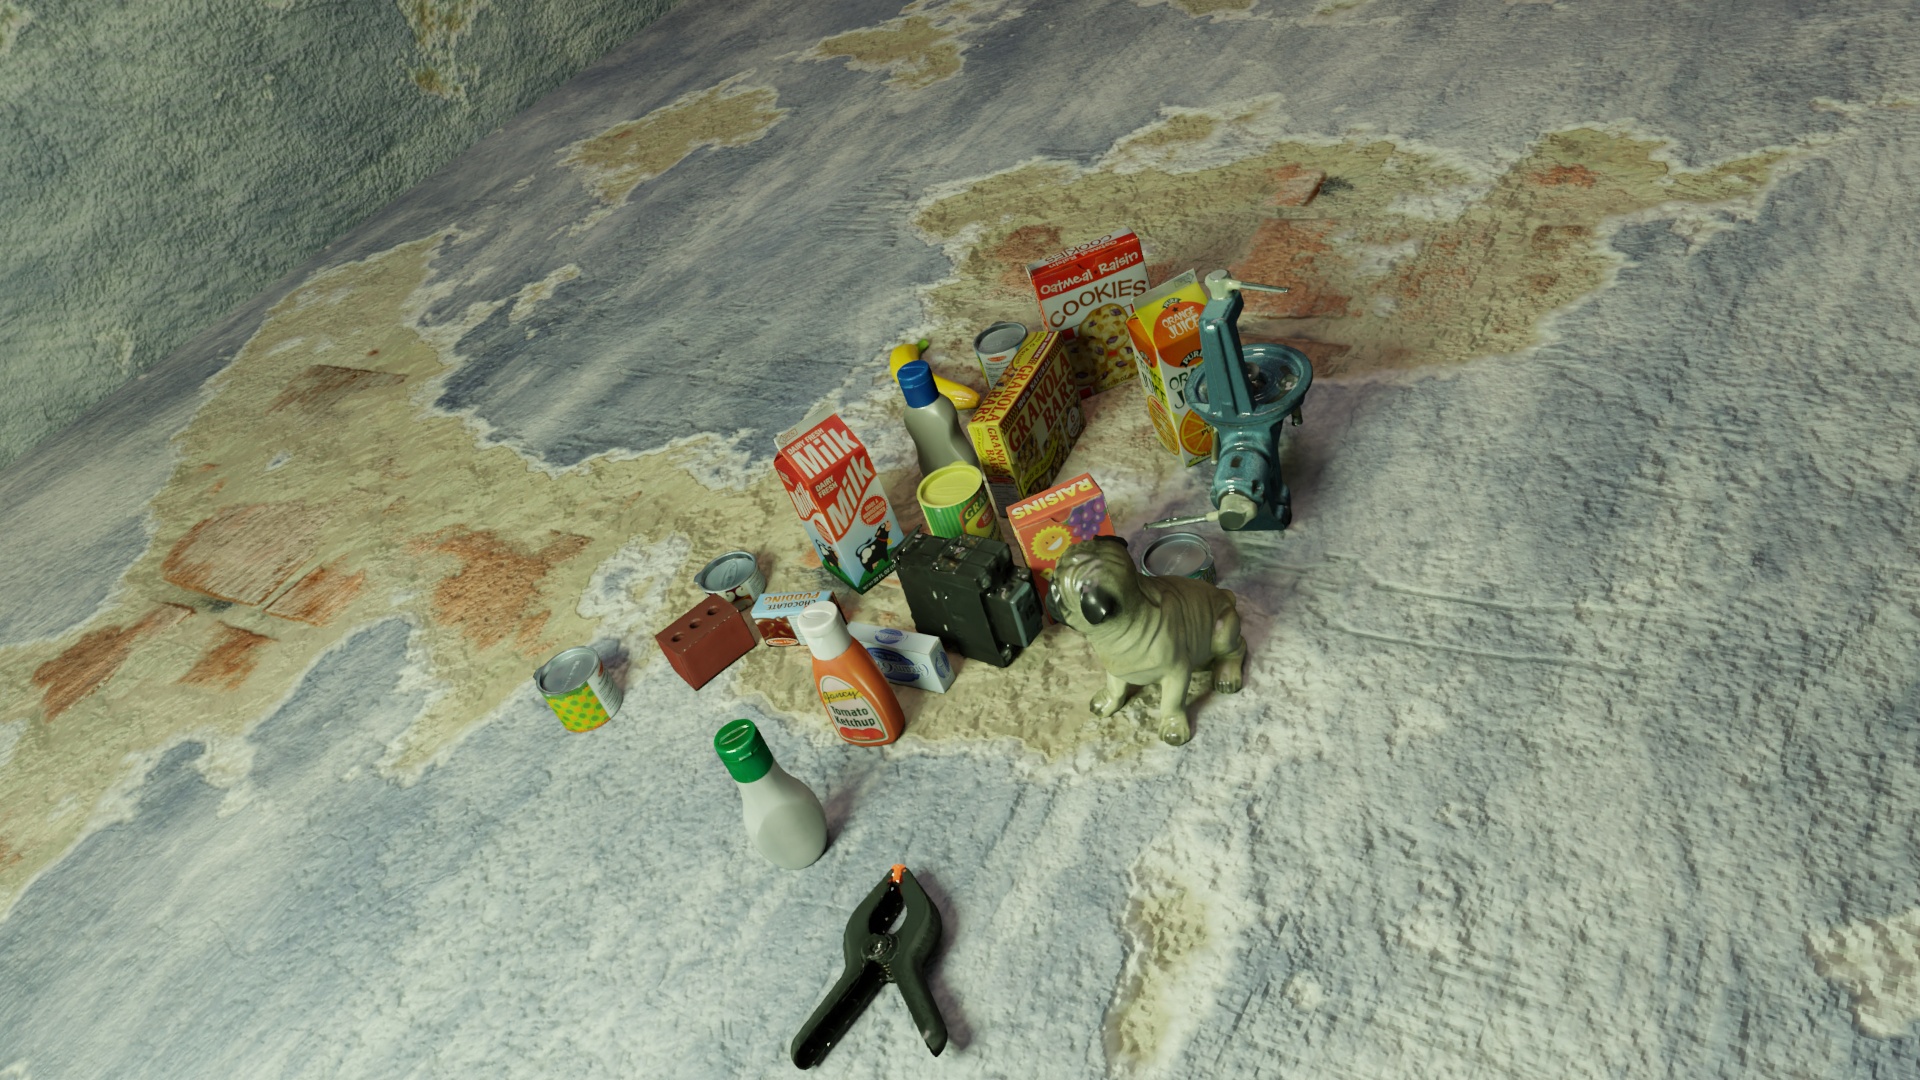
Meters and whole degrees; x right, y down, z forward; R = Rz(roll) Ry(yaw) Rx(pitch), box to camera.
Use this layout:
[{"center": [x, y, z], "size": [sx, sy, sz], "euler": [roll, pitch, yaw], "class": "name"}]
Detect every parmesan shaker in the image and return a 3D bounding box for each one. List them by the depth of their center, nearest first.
[{"center": [0.005, -0.017, 1.372], "size": [0.071, 0.102, 0.072], "euler": [-13, 37, 10], "class": "parmesan shaker"}]

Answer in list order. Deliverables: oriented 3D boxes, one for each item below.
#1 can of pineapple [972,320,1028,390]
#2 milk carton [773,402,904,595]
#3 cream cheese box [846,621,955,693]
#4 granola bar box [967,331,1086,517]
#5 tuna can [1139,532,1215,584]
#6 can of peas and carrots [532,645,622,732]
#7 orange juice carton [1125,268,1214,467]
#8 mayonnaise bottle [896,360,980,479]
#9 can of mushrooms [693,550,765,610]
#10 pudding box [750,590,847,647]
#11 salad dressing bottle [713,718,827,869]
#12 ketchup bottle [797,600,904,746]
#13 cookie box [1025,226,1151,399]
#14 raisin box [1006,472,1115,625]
[{"center": [0.055, -0.217, 1.636], "size": [0.071, 0.057, 0.071], "euler": [-13, 37, 10], "class": "can of pineapple"}, {"center": [-0.124, -0.045, 1.396], "size": [0.072, 0.189, 0.073], "euler": [-37, 39, -20], "class": "milk carton"}, {"center": [-0.058, 0.108, 1.287], "size": [0.104, 0.053, 0.024], "euler": [8, 45, 33], "class": "cream cheese box"}, {"center": [0.074, -0.122, 1.453], "size": [0.039, 0.123, 0.166], "euler": [4, 43, 30], "class": "granola bar box"}, {"center": [0.203, 0.026, 1.282], "size": [0.071, 0.032, 0.071], "euler": [-13, 37, 10], "class": "tuna can"}, {"center": [-0.381, 0.149, 1.385], "size": [0.071, 0.058, 0.071], "euler": [-13, 37, 10], "class": "can of peas and carrots"}, {"center": [0.222, -0.176, 1.392], "size": [0.072, 0.191, 0.073], "euler": [-26, 37, -6], "class": "orange juice carton"}, {"center": [-0.028, -0.123, 1.482], "size": [0.065, 0.147, 0.041], "euler": [1, 42, 27], "class": "mayonnaise bottle"}, {"center": [-0.244, 0.044, 1.471], "size": [0.071, 0.033, 0.071], "euler": [-13, 37, 10], "class": "can of mushrooms"}, {"center": [-0.160, 0.078, 1.376], "size": [0.083, 0.049, 0.030], "euler": [-4, 40, 21], "class": "pudding box"}, {"center": [-0.155, 0.207, 1.131], "size": [0.064, 0.147, 0.044], "euler": [-29, 37, -10], "class": "salad dressing bottle"}, {"center": [-0.100, 0.117, 1.216], "size": [0.064, 0.148, 0.044], "euler": [-1, 41, 25], "class": "ketchup bottle"}, {"center": [0.154, -0.248, 1.536], "size": [0.123, 0.166, 0.040], "euler": [-22, 37, -1], "class": "cookie box"}, {"center": [0.100, 0.009, 1.277], "size": [0.086, 0.122, 0.040], "euler": [-23, 37, -2], "class": "raisin box"}]
